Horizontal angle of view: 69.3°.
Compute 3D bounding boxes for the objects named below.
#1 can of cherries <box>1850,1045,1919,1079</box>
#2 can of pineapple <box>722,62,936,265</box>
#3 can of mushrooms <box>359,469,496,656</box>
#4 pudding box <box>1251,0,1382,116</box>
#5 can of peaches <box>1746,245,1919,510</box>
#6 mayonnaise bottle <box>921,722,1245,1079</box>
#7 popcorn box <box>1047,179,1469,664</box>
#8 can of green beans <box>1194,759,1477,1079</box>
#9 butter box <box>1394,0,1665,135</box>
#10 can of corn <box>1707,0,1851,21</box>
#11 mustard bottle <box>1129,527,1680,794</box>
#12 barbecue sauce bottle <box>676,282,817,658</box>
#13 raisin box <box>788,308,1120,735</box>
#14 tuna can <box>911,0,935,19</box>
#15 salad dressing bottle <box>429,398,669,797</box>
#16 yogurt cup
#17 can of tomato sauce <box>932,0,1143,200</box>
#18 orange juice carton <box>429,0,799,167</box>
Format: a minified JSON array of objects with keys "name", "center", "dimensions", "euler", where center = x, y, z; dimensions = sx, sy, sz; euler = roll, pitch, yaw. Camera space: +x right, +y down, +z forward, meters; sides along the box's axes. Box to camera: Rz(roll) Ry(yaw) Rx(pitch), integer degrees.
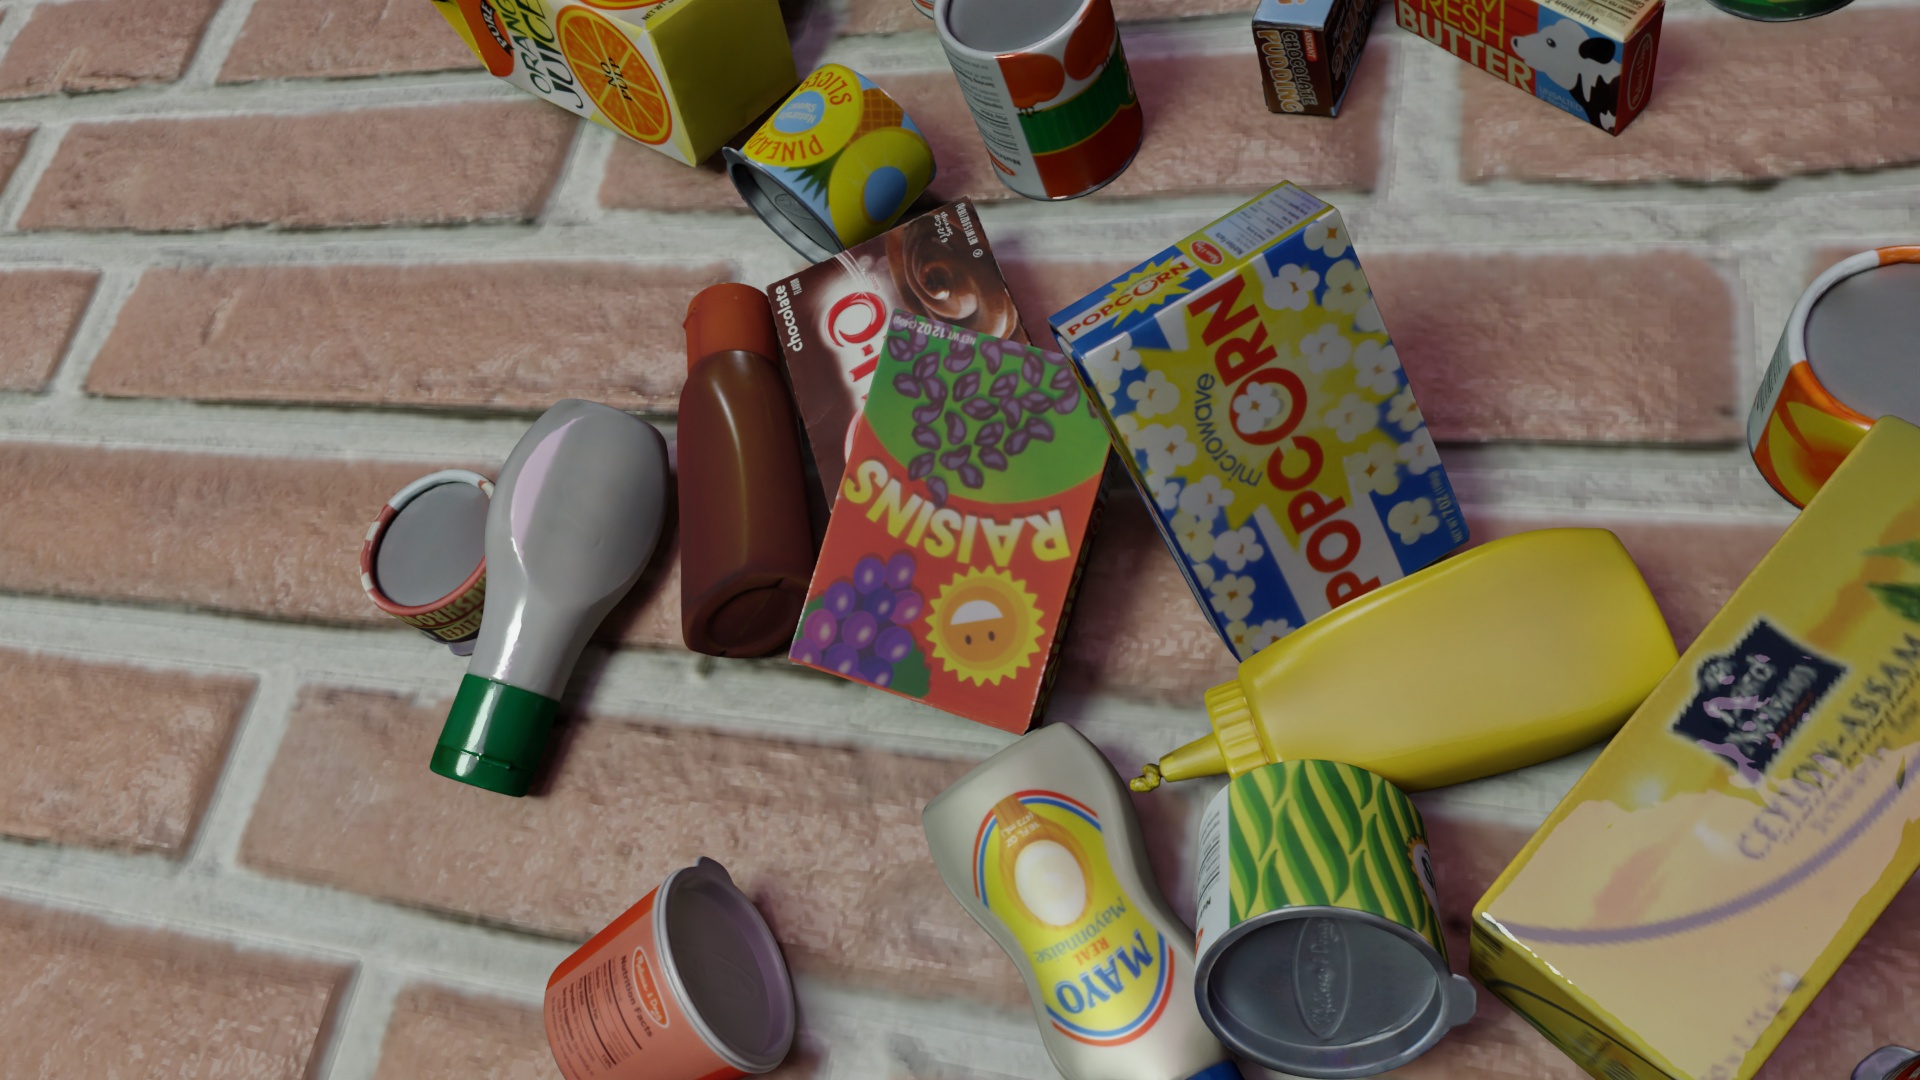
[{"name":"can of cherries","center":[0.252,0.148,0.325],"dimensions":[0.071,0.058,0.072],"euler":[-7,63,15]},{"name":"can of pineapple","center":[-0.053,-0.153,0.569],"dimensions":[0.071,0.070,0.058],"euler":[35,79,29]},{"name":"can of mushrooms","center":[-0.205,0.008,0.561],"dimensions":[0.071,0.033,0.071],"euler":[-7,62,14]},{"name":"pudding box","center":[0.144,-0.215,0.545],"dimensions":[0.030,0.049,0.084],"euler":[16,70,26]},{"name":"can of peaches","center":[0.278,-0.044,0.412],"dimensions":[0.071,0.058,0.071],"euler":[-8,62,15]},{"name":"mayonnaise bottle","center":[0.046,0.129,0.413],"dimensions":[0.065,0.041,0.148],"euler":[-33,59,3]},{"name":"popcorn box","center":[0.095,-0.033,0.430],"dimensions":[0.085,0.126,0.038],"euler":[-30,27,4]},{"name":"can of green beans","center":[0.098,0.103,0.383],"dimensions":[0.071,0.071,0.058],"euler":[-7,31,15]},{"name":"butter box","center":[0.207,-0.195,0.513],"dimensions":[0.024,0.053,0.104],"euler":[-45,59,-3]},{"name":"can of corn","center":[0.302,-0.231,0.496],"dimensions":[0.071,0.058,0.071],"euler":[-8,63,15]},{"name":"mustard bottle","center":[0.127,0.047,0.422],"dimensions":[0.160,0.048,0.065],"euler":[-19,65,9]},{"name":"barbecue sauce bottle","center":[-0.084,-0.033,0.529],"dimensions":[0.064,0.044,0.149],"euler":[-48,41,43]},{"name":"raisin box","center":[0.002,-0.006,0.468],"dimensions":[0.086,0.040,0.123],"euler":[16,88,10]},{"name":"tuna can","center":[0.003,-0.273,0.631],"dimensions":[0.071,0.032,0.071],"euler":[-7,63,15]},{"name":"salad dressing bottle","center":[-0.157,0.021,0.527],"dimensions":[0.044,0.064,0.148],"euler":[-8,62,60]},{"name":"yogurt cup","center":[-0.093,0.146,0.439],"dimensions":[0.054,0.072,0.072],"euler":[-32,59,11]},{"name":"can of tomato sauce","center":[0.034,-0.188,0.549],"dimensions":[0.071,0.083,0.071],"euler":[-8,63,15]},{"name":"orange juice carton","center":[-0.173,-0.250,0.647],"dimensions":[0.193,0.072,0.072],"euler":[29,63,28]}]
